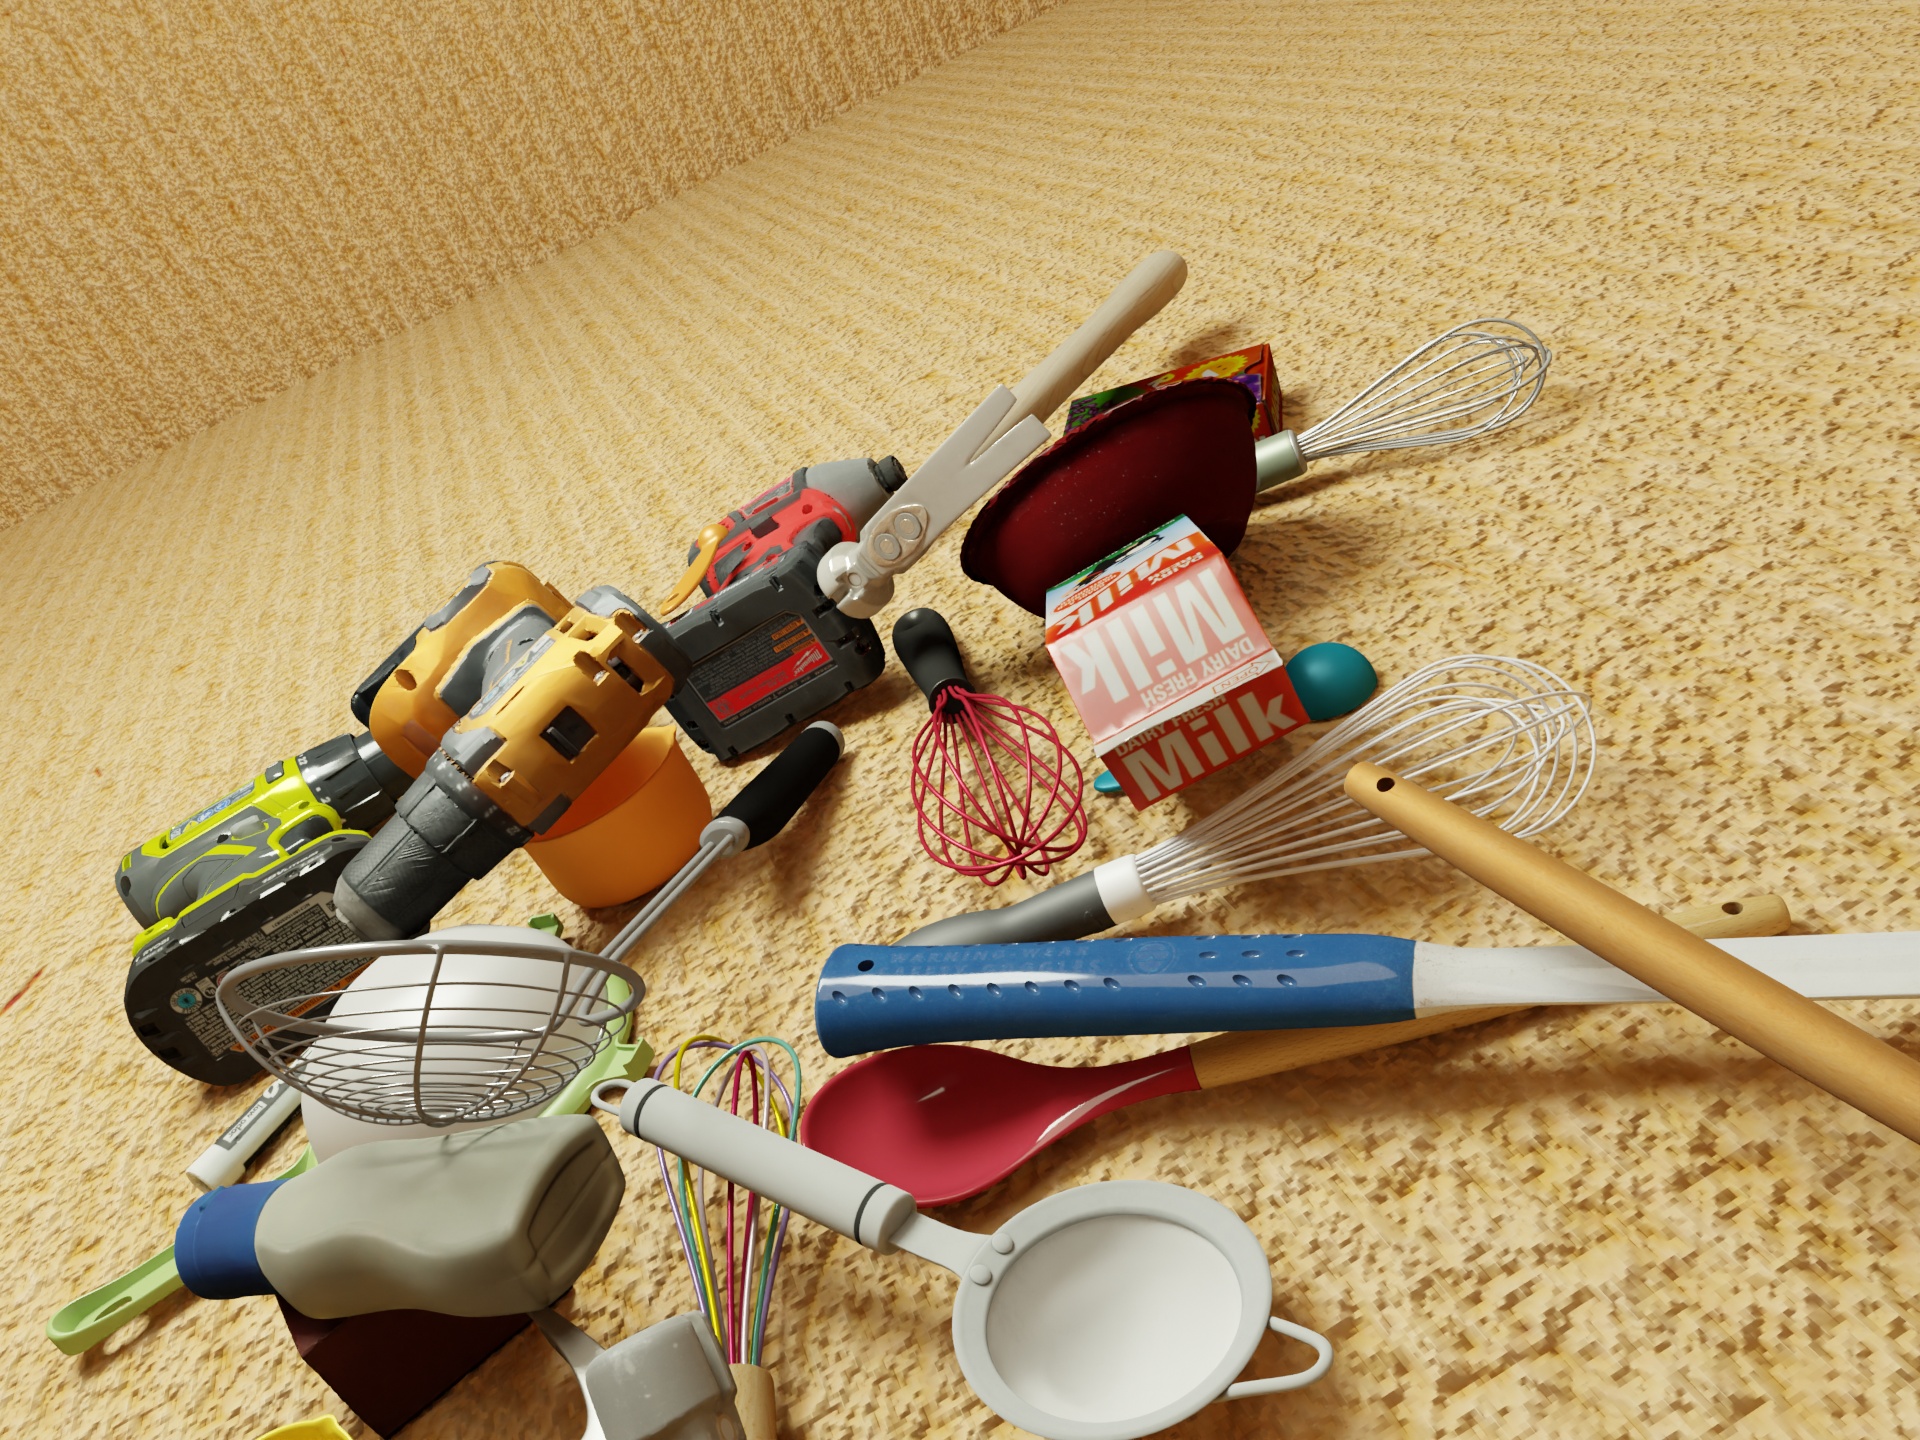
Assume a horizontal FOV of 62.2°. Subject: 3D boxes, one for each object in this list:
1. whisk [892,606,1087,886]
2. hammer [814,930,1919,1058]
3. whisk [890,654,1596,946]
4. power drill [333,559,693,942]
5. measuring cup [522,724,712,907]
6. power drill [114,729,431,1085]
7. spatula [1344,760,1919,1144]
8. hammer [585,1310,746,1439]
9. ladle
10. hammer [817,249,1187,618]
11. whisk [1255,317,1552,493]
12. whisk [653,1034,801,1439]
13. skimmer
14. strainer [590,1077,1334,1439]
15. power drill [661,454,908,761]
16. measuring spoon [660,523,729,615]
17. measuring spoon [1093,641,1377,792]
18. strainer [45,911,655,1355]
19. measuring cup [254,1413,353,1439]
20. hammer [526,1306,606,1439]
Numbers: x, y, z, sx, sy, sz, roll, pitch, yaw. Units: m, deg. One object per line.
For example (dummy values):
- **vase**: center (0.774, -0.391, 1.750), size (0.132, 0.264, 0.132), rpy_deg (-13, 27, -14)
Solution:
- **whisk**: center (-0.001, -0.002, 0.730), size (0.073, 0.073, 0.296), rpy_deg (-25, 23, 0)
- **hammer**: center (0.146, 0.072, 0.469), size (0.405, 0.035, 0.144), rpy_deg (-6, 38, 23)
- **whisk**: center (0.089, 0.049, 0.576), size (0.284, 0.070, 0.070), rpy_deg (-23, 29, 12)
- **power drill**: center (-0.234, 0.009, 0.768), size (0.185, 0.084, 0.226), rpy_deg (-48, 27, -11)
- **measuring cup**: center (-0.183, 0.043, 0.802), size (0.095, 0.052, 0.174), rpy_deg (-37, 24, -18)
- **power drill**: center (-0.352, 0.078, 0.845), size (0.190, 0.080, 0.229), rpy_deg (-33, 27, -11)
- **spatula**: center (0.211, 0.087, 0.368), size (0.081, 0.041, 0.323), rpy_deg (-42, 41, -10)
- **hammer**: center (-0.182, 0.285, 0.377), size (0.359, 0.036, 0.149), rpy_deg (-29, 70, 10)
- **ladle**: center (0.100, 0.102, 0.507), size (0.315, 0.031, 0.069), rpy_deg (-17, 33, 11)
- **hammer**: center (0.060, -0.196, 0.883), size (0.146, 0.038, 0.411), rpy_deg (-40, 8, 39)
- **whisk**: center (0.182, -0.142, 0.825), size (0.246, 0.057, 0.059), rpy_deg (-21, 27, 18)
- **whisk**: center (-0.065, 0.185, 0.488), size (0.051, 0.047, 0.245), rpy_deg (-16, 34, 1)
- **skimmer**: center (-0.128, 0.045, 0.622), size (0.127, 0.090, 0.363), rpy_deg (-14, 15, 22)
- **strainer**: center (-0.014, 0.149, 0.463), size (0.258, 0.050, 0.087), rpy_deg (14, 37, 32)
- **power drill**: center (-0.096, -0.080, 0.896), size (0.143, 0.078, 0.220), rpy_deg (-28, 24, 15)
- **measuring spoon**: center (-0.145, -0.083, 0.858), size (0.021, 0.011, 0.117), rpy_deg (-28, 21, 18)
- **measuring spoon**: center (0.113, -0.003, 0.672), size (0.128, 0.021, 0.042), rpy_deg (-24, 29, 1)
- **strainer**: center (-0.261, 0.157, 0.649), size (0.256, 0.069, 0.152), rpy_deg (-33, 30, -17)
- **measuring cup**: center (-0.161, 0.252, 0.474), size (0.156, 0.029, 0.062), rpy_deg (2, 39, 21)
- **hammer**: center (-0.239, 0.240, 0.464), size (0.331, 0.031, 0.130), rpy_deg (-9, 37, 10)
